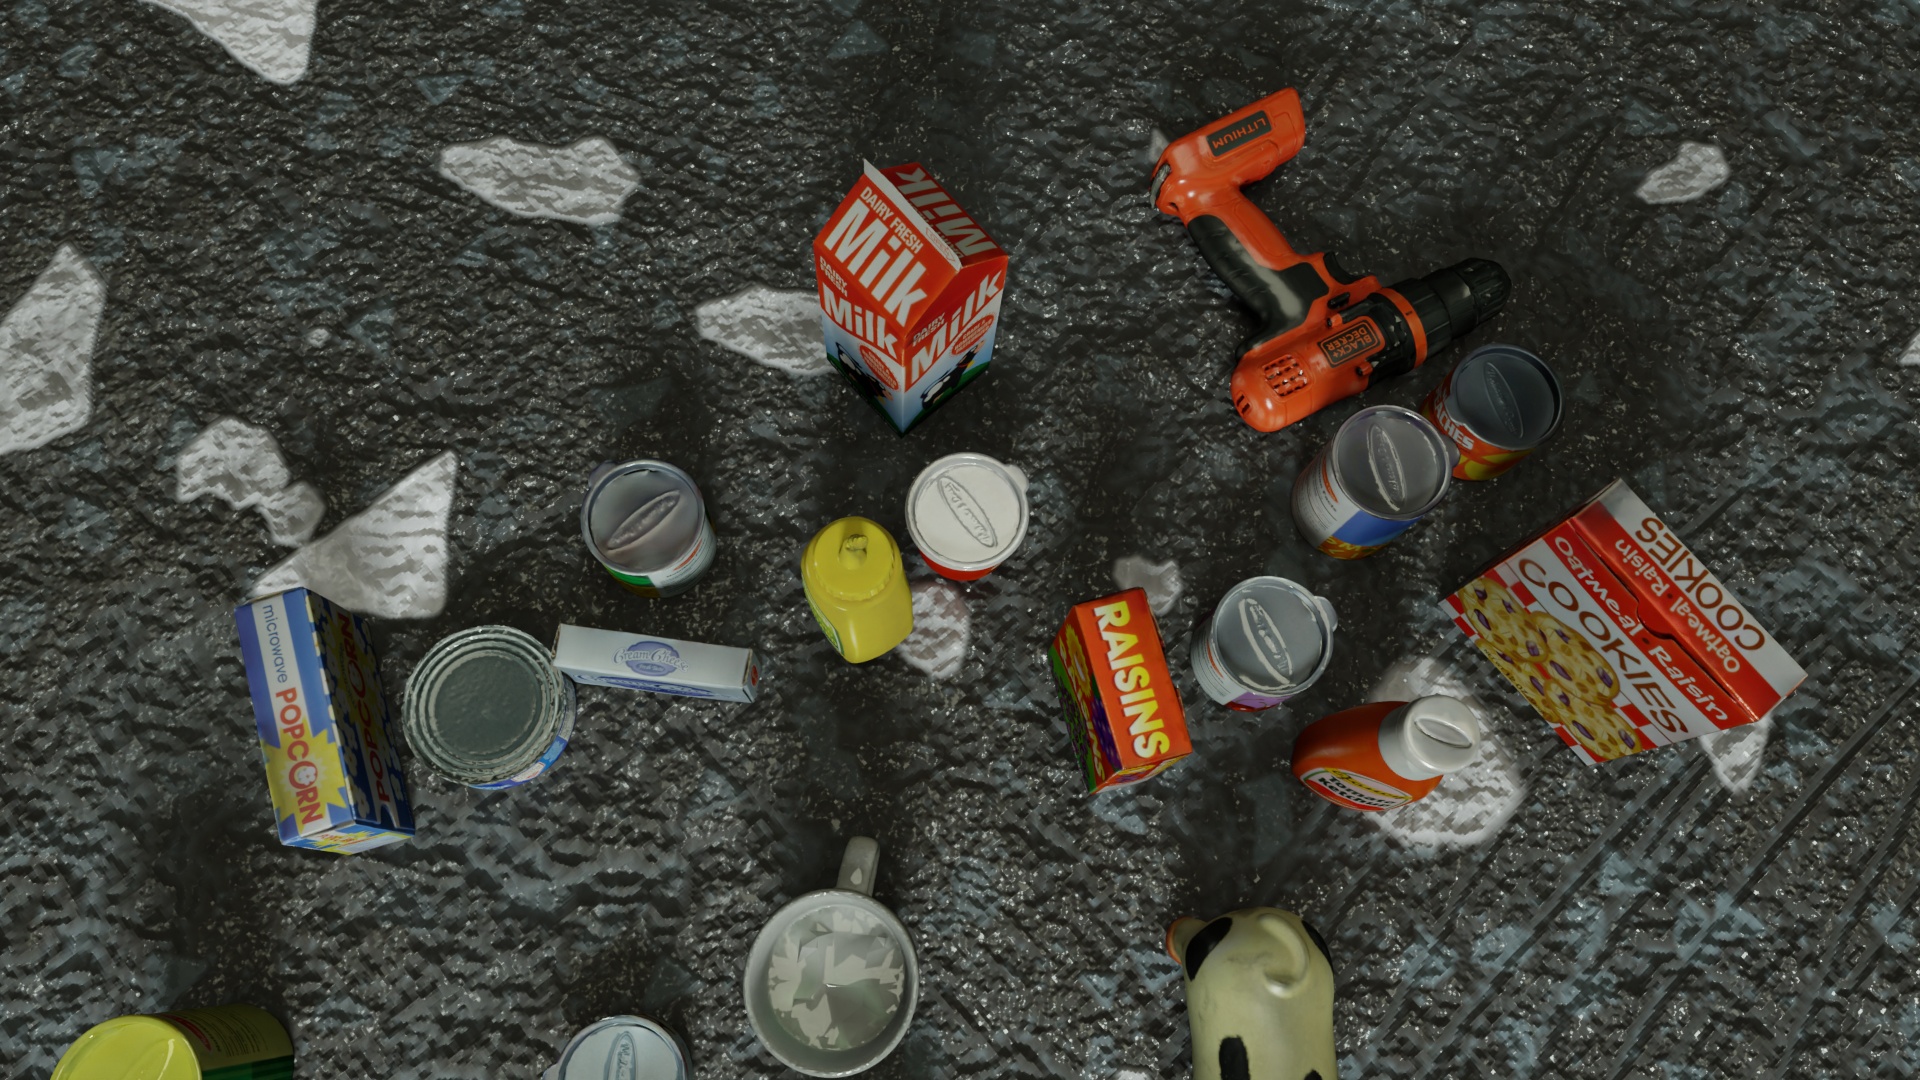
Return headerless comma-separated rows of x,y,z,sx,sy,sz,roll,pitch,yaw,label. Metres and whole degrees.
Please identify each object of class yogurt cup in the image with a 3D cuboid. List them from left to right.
0.003,-0.010,0.781,0.072,0.053,0.072,1,73,-2,yogurt cup

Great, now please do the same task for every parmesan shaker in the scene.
-0.367,0.258,0.658,0.071,0.102,0.071,1,74,-2,parmesan shaker

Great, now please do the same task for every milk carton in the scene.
-0.027,-0.132,0.745,0.073,0.190,0.072,-41,79,-12,milk carton

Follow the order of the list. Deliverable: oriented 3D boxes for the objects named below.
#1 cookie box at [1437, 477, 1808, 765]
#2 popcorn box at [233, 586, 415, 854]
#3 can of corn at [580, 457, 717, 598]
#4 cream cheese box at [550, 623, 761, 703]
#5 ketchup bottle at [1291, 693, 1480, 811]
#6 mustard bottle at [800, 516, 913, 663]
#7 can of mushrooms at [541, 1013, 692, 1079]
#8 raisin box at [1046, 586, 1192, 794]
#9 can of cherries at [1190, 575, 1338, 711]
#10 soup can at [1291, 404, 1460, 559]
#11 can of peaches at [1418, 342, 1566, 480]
0.331,0.049,0.719,0.040,0.167,0.123,-37,79,-12,cookie box
-0.327,0.095,0.718,0.038,0.085,0.127,-18,75,-7,popcorn box
-0.173,-0.007,0.770,0.071,0.058,0.071,1,74,-2,can of corn
-0.162,0.067,0.750,0.104,0.053,0.024,7,74,0,cream cheese box
0.218,0.107,0.706,0.065,0.148,0.043,21,74,4,ketchup bottle
-0.055,0.020,0.714,0.049,0.159,0.065,-30,77,-10,mustard bottle
-0.171,0.272,0.698,0.071,0.033,0.071,1,73,-2,can of mushrooms
0.080,0.082,0.720,0.040,0.123,0.086,-13,75,-6,raisin box
0.167,0.058,0.765,0.071,0.058,0.071,1,74,-2,can of cherries
0.232,-0.031,0.782,0.071,0.083,0.071,1,74,-2,soup can
0.306,-0.074,0.811,0.071,0.058,0.071,1,74,-2,can of peaches
